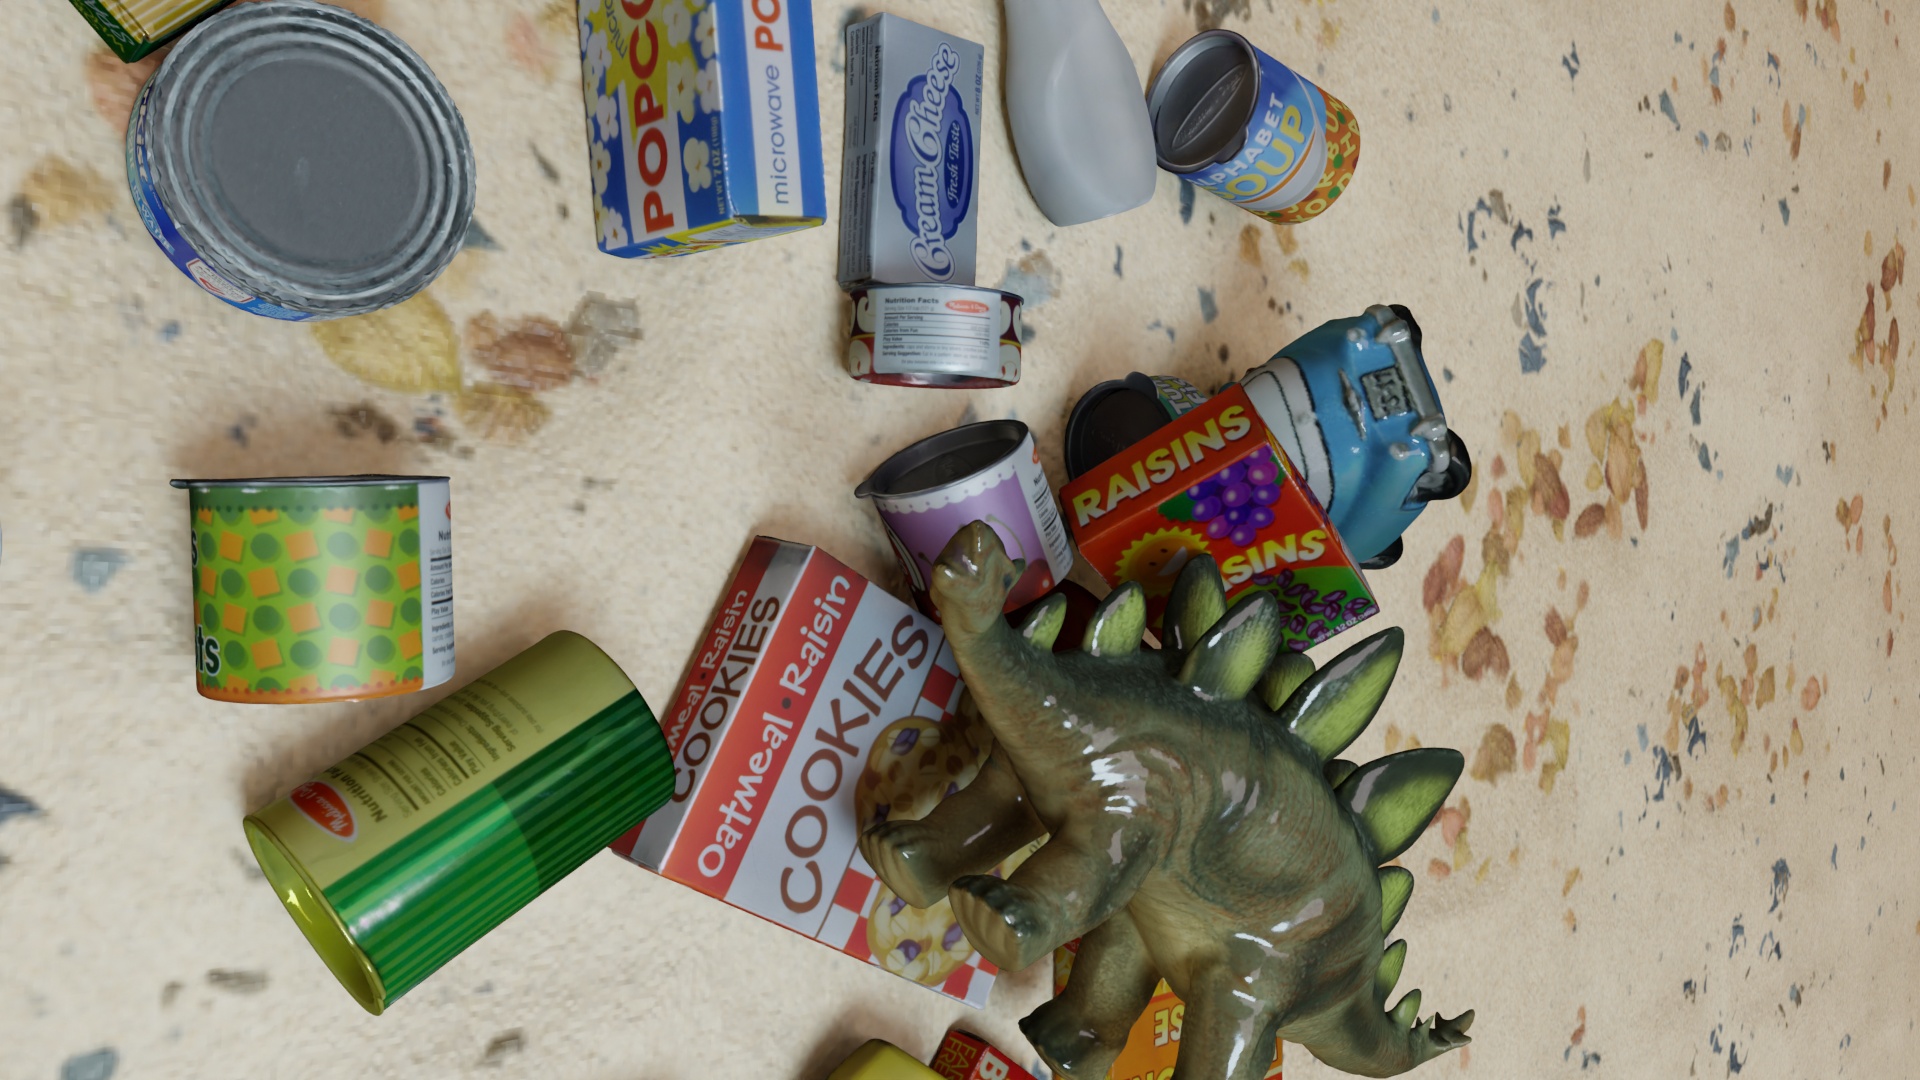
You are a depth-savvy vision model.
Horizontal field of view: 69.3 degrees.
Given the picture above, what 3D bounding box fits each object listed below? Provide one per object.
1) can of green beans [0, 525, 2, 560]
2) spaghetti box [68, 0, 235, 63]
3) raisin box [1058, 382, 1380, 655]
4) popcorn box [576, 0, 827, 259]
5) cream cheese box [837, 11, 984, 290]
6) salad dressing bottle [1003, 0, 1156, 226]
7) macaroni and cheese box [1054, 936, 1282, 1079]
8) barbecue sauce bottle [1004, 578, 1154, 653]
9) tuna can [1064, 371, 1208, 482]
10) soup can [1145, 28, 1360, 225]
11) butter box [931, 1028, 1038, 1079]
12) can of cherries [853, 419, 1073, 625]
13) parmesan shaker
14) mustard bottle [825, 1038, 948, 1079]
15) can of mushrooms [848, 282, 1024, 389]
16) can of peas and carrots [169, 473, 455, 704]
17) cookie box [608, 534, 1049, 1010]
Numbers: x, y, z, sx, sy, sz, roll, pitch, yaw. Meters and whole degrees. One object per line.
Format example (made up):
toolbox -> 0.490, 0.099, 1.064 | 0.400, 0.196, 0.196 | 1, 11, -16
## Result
can of green beans -> -0.260, 0.001, 0.314 | 0.071, 0.058, 0.071 | -2, 93, -41
spaghetti box -> -0.160, -0.230, 0.413 | 0.251, 0.028, 0.050 | -51, 122, -28
raisin box -> 0.108, 0.004, 0.571 | 0.123, 0.086, 0.040 | 45, 22, -40
popcorn box -> -0.085, -0.158, 0.444 | 0.038, 0.085, 0.126 | -8, 97, -40
cream cheese box -> -0.019, -0.147, 0.543 | 0.053, 0.024, 0.103 | 2, 90, -40
salad dressing bottle -> 0.041, -0.209, 0.582 | 0.064, 0.044, 0.147 | -27, 108, -35
macaroni and cheese box -> 0.100, 0.201, 0.648 | 0.124, 0.040, 0.166 | 1, 90, -40
barbecue sauce bottle -> 0.075, 0.067, 0.610 | 0.044, 0.065, 0.148 | -56, 135, -5
tuna can -> 0.081, -0.041, 0.604 | 0.033, 0.071, 0.071 | -12, 100, -42
soup can -> 0.138, -0.189, 0.649 | 0.084, 0.071, 0.071 | 12, 84, -41
butter box -> -0.006, 0.259, 0.567 | 0.053, 0.024, 0.104 | 47, 63, -33
can of cherries -> 0.002, -0.007, 0.541 | 0.072, 0.071, 0.058 | -36, 115, -34
parmesan shaker -> -0.143, 0.081, 0.411 | 0.103, 0.071, 0.071 | -34, 113, -35
mustard bottle -> -0.054, 0.265, 0.504 | 0.065, 0.048, 0.161 | 36, 69, -1
can of mushrooms -> -0.009, -0.076, 0.528 | 0.071, 0.071, 0.033 | 1, 91, -41
can of peas and carrots -> -0.177, 0.011, 0.383 | 0.071, 0.071, 0.058 | -4, 95, -41
cookie box -> -0.034, 0.091, 0.527 | 0.167, 0.040, 0.123 | 36, 69, -37
